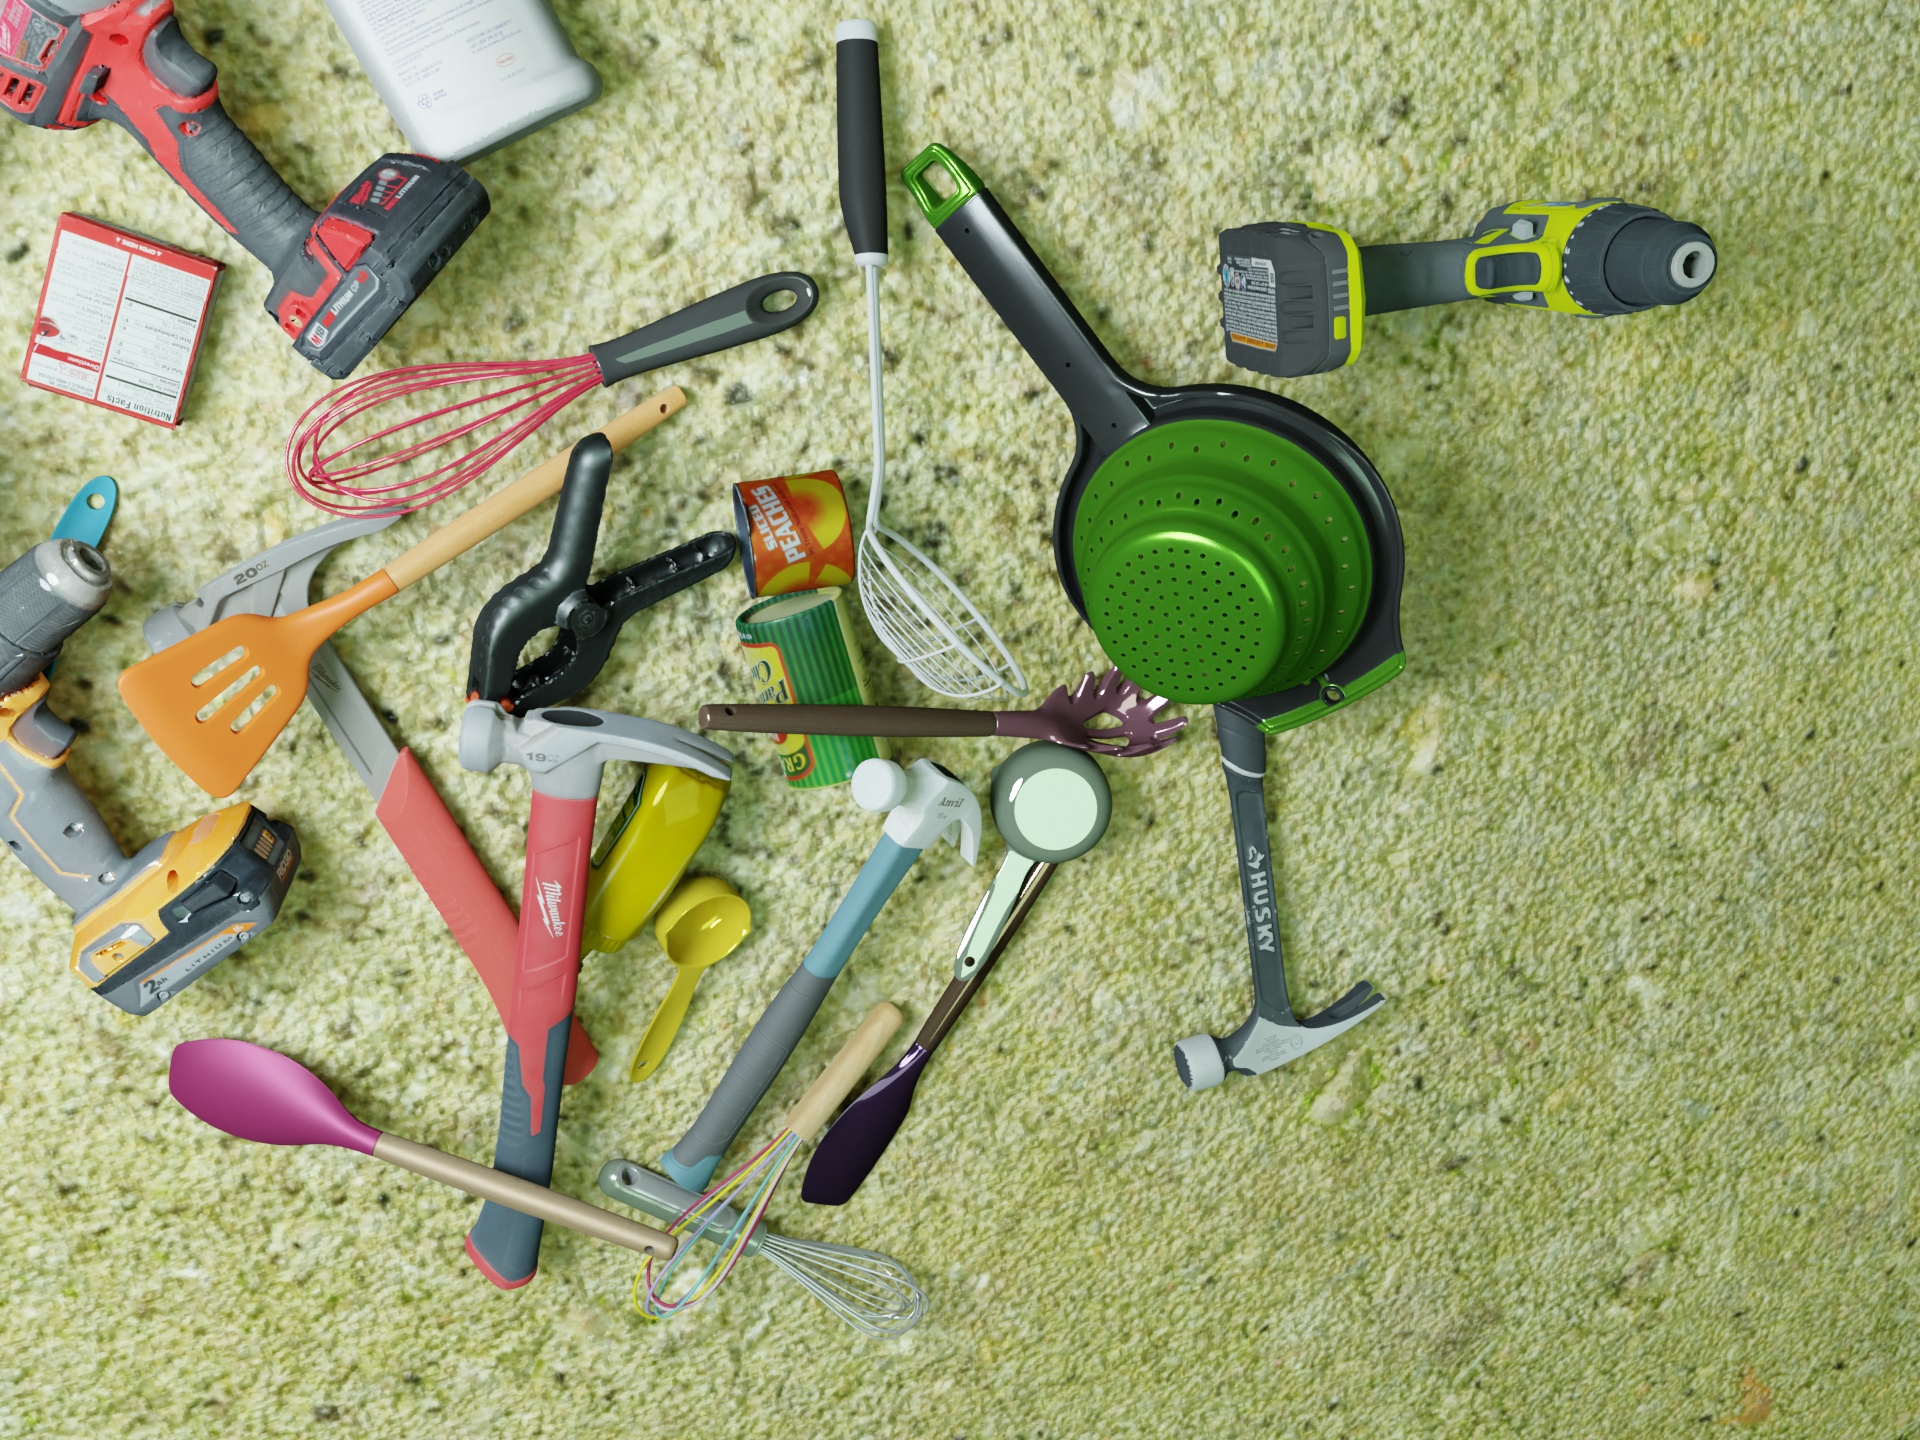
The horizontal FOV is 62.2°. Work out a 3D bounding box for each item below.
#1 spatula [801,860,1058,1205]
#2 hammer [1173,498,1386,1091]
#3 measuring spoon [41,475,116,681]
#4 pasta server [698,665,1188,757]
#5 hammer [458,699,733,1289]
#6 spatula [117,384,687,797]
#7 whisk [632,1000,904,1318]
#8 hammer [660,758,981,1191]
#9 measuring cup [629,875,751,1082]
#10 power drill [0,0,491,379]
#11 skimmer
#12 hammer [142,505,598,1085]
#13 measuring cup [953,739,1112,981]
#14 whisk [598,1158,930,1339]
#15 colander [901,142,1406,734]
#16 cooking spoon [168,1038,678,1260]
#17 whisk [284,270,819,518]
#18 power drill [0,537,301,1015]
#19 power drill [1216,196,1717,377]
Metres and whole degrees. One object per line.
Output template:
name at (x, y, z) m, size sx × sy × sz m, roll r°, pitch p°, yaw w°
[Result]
spatula at (-0.011, 0.191, 1.037) m, size 0.059 × 0.018 × 0.316 m, roll 26°, pitch 100°, yaw -44°
hammer at (0.191, 0.047, 1.034) m, size 0.149 × 0.036 × 0.408 m, roll -14°, pitch 111°, yaw -11°
measuring spoon at (-0.478, -0.072, 0.838) m, size 0.042 × 0.021 × 0.128 m, roll 29°, pitch 90°, yaw -25°
pasta server at (-0.001, -0.003, 0.918) m, size 0.316 × 0.060 × 0.040 m, roll 1°, pitch 147°, yaw -34°
hammer at (-0.227, 0.174, 0.919) m, size 0.143 × 0.038 × 0.386 m, roll 8°, pitch 114°, yaw -9°
spatula at (-0.276, -0.085, 0.835) m, size 0.322 × 0.041 × 0.081 m, roll -37°, pitch 120°, yaw -14°
whisk at (-0.120, 0.277, 1.006) m, size 0.047 × 0.051 × 0.245 m, roll 41°, pitch 80°, yaw -7°
hammer at (-0.094, 0.162, 0.977) m, size 0.128 × 0.033 × 0.331 m, roll 9°, pitch 118°, yaw -55°
measuring cup at (-0.179, 0.160, 0.984) m, size 0.062 × 0.029 × 0.156 m, roll 4°, pitch 123°, yaw -42°
power drill at (-0.340, -0.276, 0.737) m, size 0.219 × 0.143 × 0.079 m, roll 41°, pitch 50°, yaw -22°
skimmer at (-0.016, -0.190, 0.864) m, size 0.090 × 0.127 × 0.363 m, roll -2°, pitch 99°, yaw 7°
hammer at (-0.299, 0.060, 0.914) m, size 0.149 × 0.037 × 0.358 m, roll -27°, pitch 112°, yaw -4°
measuring cup at (0.037, 0.092, 0.992) m, size 0.083 × 0.038 × 0.167 m, roll 26°, pitch 93°, yaw -6°
whisk at (-0.127, 0.345, 1.049) m, size 0.246 × 0.058 × 0.059 m, roll 30°, pitch 132°, yaw -17°
colander at (0.086, -0.139, 0.875) m, size 0.204 × 0.094 × 0.397 m, roll -31°, pitch 103°, yaw 38°
cooking spoon at (-0.315, 0.256, 0.928) m, size 0.319 × 0.017 × 0.068 m, roll 19°, pitch 111°, yaw 2°
whisk at (-0.211, -0.181, 0.846) m, size 0.296 × 0.073 × 0.073 m, roll -24°, pitch 112°, yaw -13°
power drill at (-0.450, 0.027, 0.822) m, size 0.185 × 0.084 × 0.226 m, roll -35°, pitch 117°, yaw 10°
power drill at (0.273, -0.244, 0.875) m, size 0.228 × 0.191 × 0.080 m, roll -9°, pitch 109°, yaw -6°
